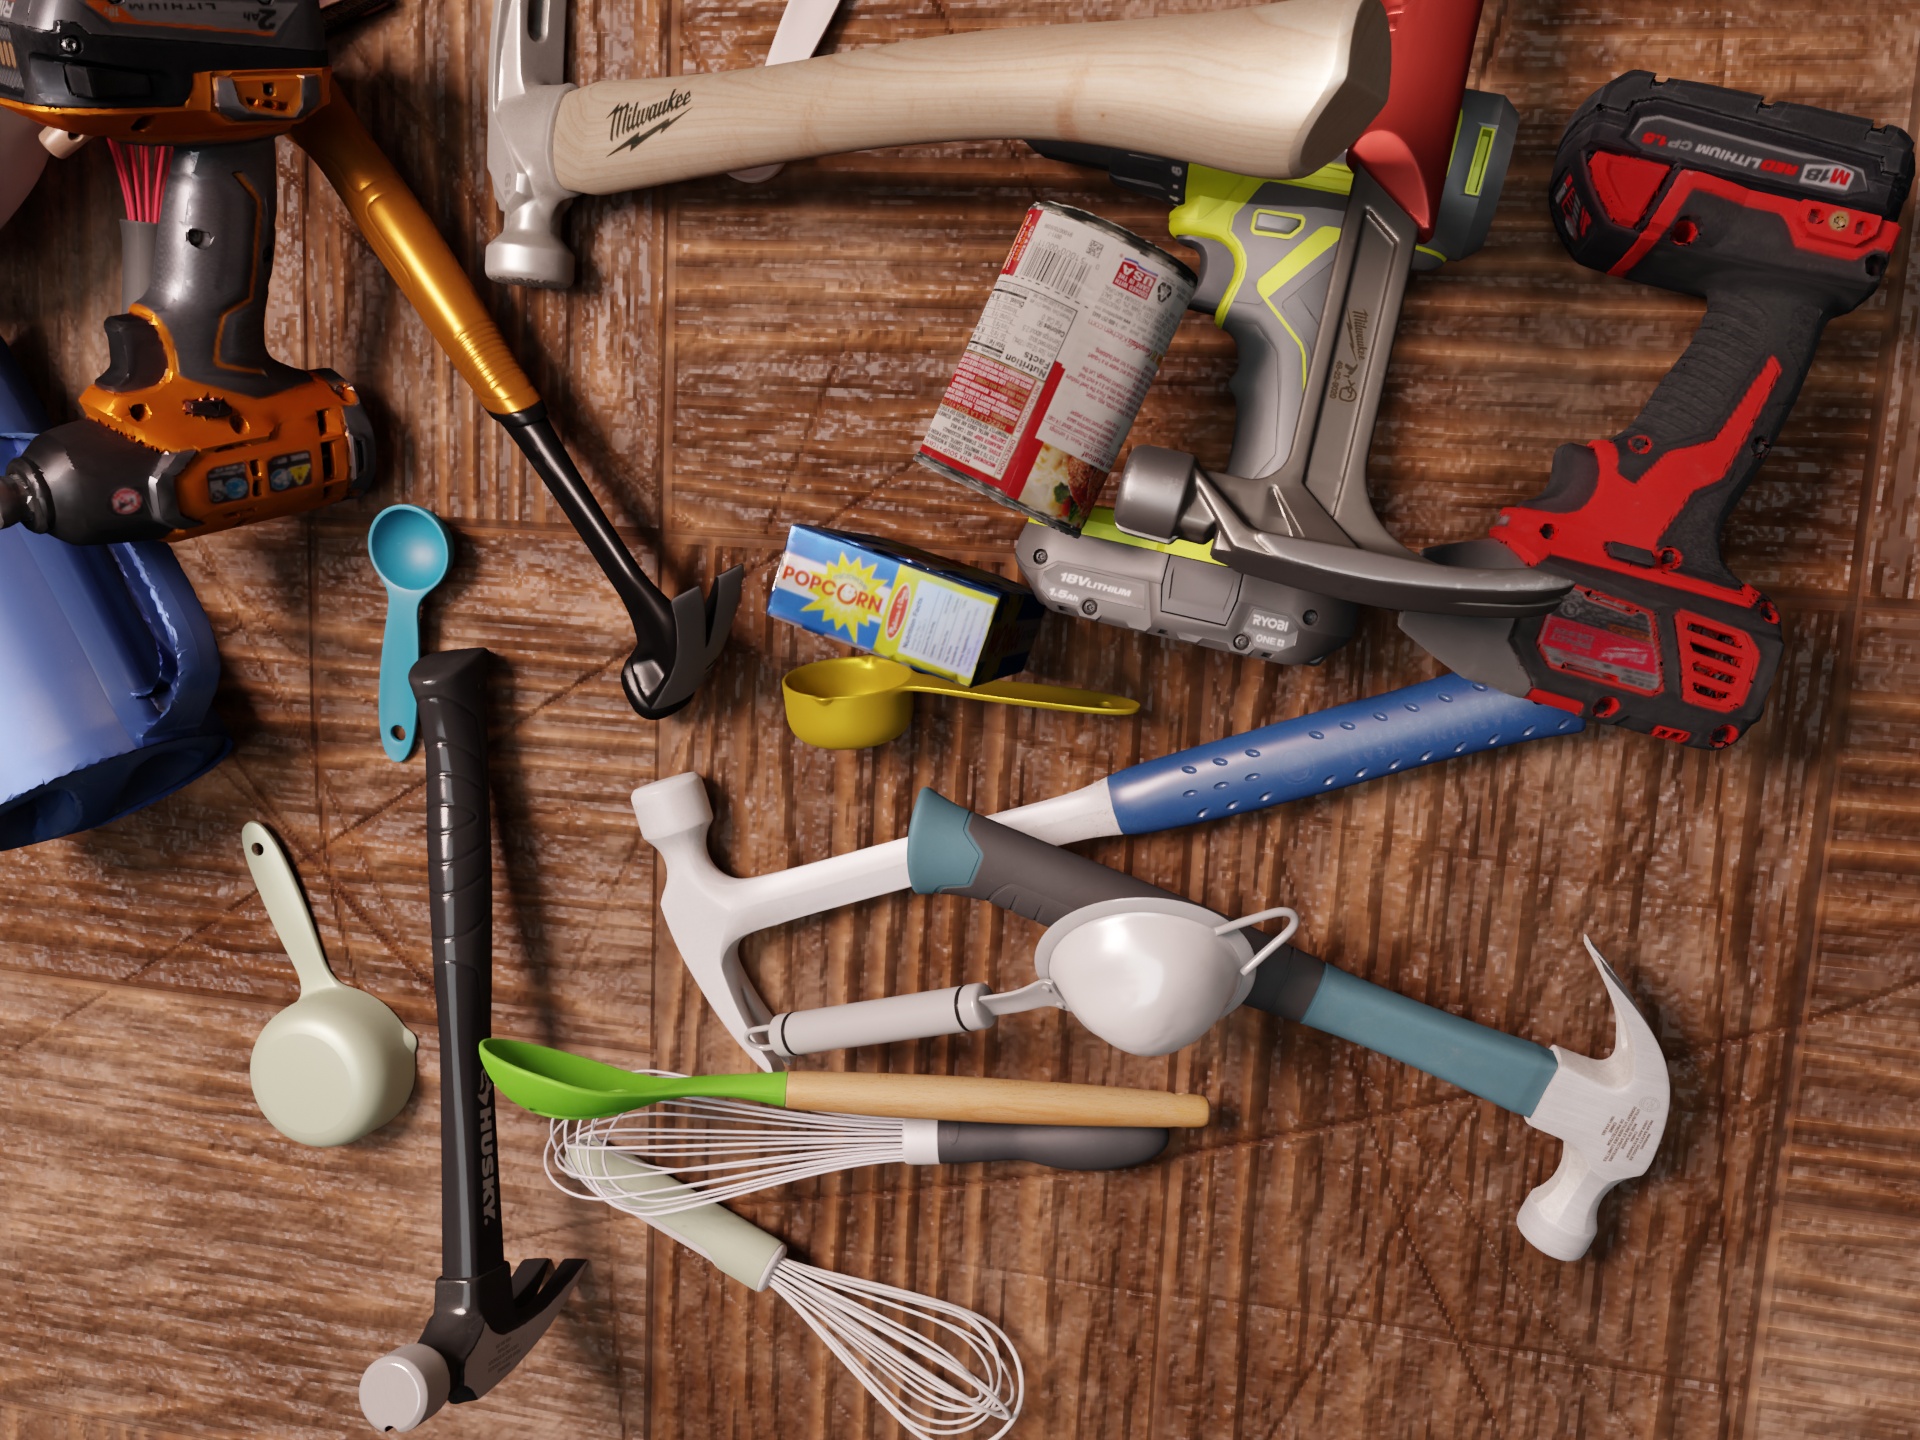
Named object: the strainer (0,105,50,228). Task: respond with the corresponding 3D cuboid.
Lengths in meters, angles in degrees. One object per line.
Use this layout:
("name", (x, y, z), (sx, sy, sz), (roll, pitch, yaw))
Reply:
("strainer", (-0.508, -0.248, 0.744), (0.340, 0.095, 0.211), (-46, 63, 27))

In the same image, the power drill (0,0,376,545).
("power drill", (-0.329, -0.181, 0.647), (0.084, 0.164, 0.226), (23, 122, 30))

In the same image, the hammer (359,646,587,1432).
("hammer", (-0.226, 0.132, 0.733), (0.035, 0.146, 0.335), (-4, 86, 13))

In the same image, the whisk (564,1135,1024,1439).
("whisk", (-0.082, 0.261, 0.745), (0.246, 0.057, 0.059), (26, 70, 12))

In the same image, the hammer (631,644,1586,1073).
("hammer", (0.058, 0.045, 0.686), (0.405, 0.035, 0.144), (-16, 94, 14))

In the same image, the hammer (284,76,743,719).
("hammer", (-0.206, -0.159, 0.691), (0.034, 0.127, 0.337), (-32, 84, -27))

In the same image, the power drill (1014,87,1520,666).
("power drill", (0.097, -0.149, 0.630), (0.190, 0.080, 0.228), (14, 98, 10))

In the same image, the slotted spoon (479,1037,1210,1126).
("slotted spoon", (-0.049, 0.161, 0.684), (0.313, 0.070, 0.031), (3, 86, -2))

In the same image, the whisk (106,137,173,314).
("whisk", (-0.374, -0.249, 0.732), (0.073, 0.073, 0.295), (9, 105, 11))

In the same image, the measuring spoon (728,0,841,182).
("measuring spoon", (-0.068, -0.288, 0.681), (0.034, 0.018, 0.124), (27, 96, 8))

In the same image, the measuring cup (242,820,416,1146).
("measuring cup", (-0.328, 0.131, 0.783), (0.083, 0.038, 0.167), (-18, 96, 14))

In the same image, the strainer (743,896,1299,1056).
("strainer", (0.014, 0.118, 0.646), (0.258, 0.050, 0.086), (-14, 130, 30))

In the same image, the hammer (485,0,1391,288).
("hammer", (-0.040, -0.234, 0.579), (0.411, 0.038, 0.146), (12, 102, 38))

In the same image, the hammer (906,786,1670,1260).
("hammer", (0.130, 0.107, 0.653), (0.331, 0.033, 0.128), (22, 109, 1))

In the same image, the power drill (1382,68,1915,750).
("power drill", (0.246, -0.110, 0.586), (0.143, 0.078, 0.219), (16, 94, 10))

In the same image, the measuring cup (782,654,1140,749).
("measuring cup", (-0.001, -0.002, 0.678), (0.156, 0.062, 0.029), (6, 111, 16))

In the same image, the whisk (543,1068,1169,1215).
("whisk", (-0.049, 0.190, 0.717), (0.284, 0.070, 0.070), (-2, 98, 6))

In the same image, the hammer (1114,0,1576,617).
("hammer", (0.167, -0.215, 0.558), (0.149, 0.036, 0.359), (13, 79, 9))

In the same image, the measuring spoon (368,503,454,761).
("measuring spoon", (-0.261, -0.042, 0.759), (0.042, 0.021, 0.128), (15, 110, 11))

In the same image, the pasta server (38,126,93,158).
("pasta server", (-0.267, -0.341, 0.673), (0.316, 0.060, 0.040), (-38, 52, 4))
